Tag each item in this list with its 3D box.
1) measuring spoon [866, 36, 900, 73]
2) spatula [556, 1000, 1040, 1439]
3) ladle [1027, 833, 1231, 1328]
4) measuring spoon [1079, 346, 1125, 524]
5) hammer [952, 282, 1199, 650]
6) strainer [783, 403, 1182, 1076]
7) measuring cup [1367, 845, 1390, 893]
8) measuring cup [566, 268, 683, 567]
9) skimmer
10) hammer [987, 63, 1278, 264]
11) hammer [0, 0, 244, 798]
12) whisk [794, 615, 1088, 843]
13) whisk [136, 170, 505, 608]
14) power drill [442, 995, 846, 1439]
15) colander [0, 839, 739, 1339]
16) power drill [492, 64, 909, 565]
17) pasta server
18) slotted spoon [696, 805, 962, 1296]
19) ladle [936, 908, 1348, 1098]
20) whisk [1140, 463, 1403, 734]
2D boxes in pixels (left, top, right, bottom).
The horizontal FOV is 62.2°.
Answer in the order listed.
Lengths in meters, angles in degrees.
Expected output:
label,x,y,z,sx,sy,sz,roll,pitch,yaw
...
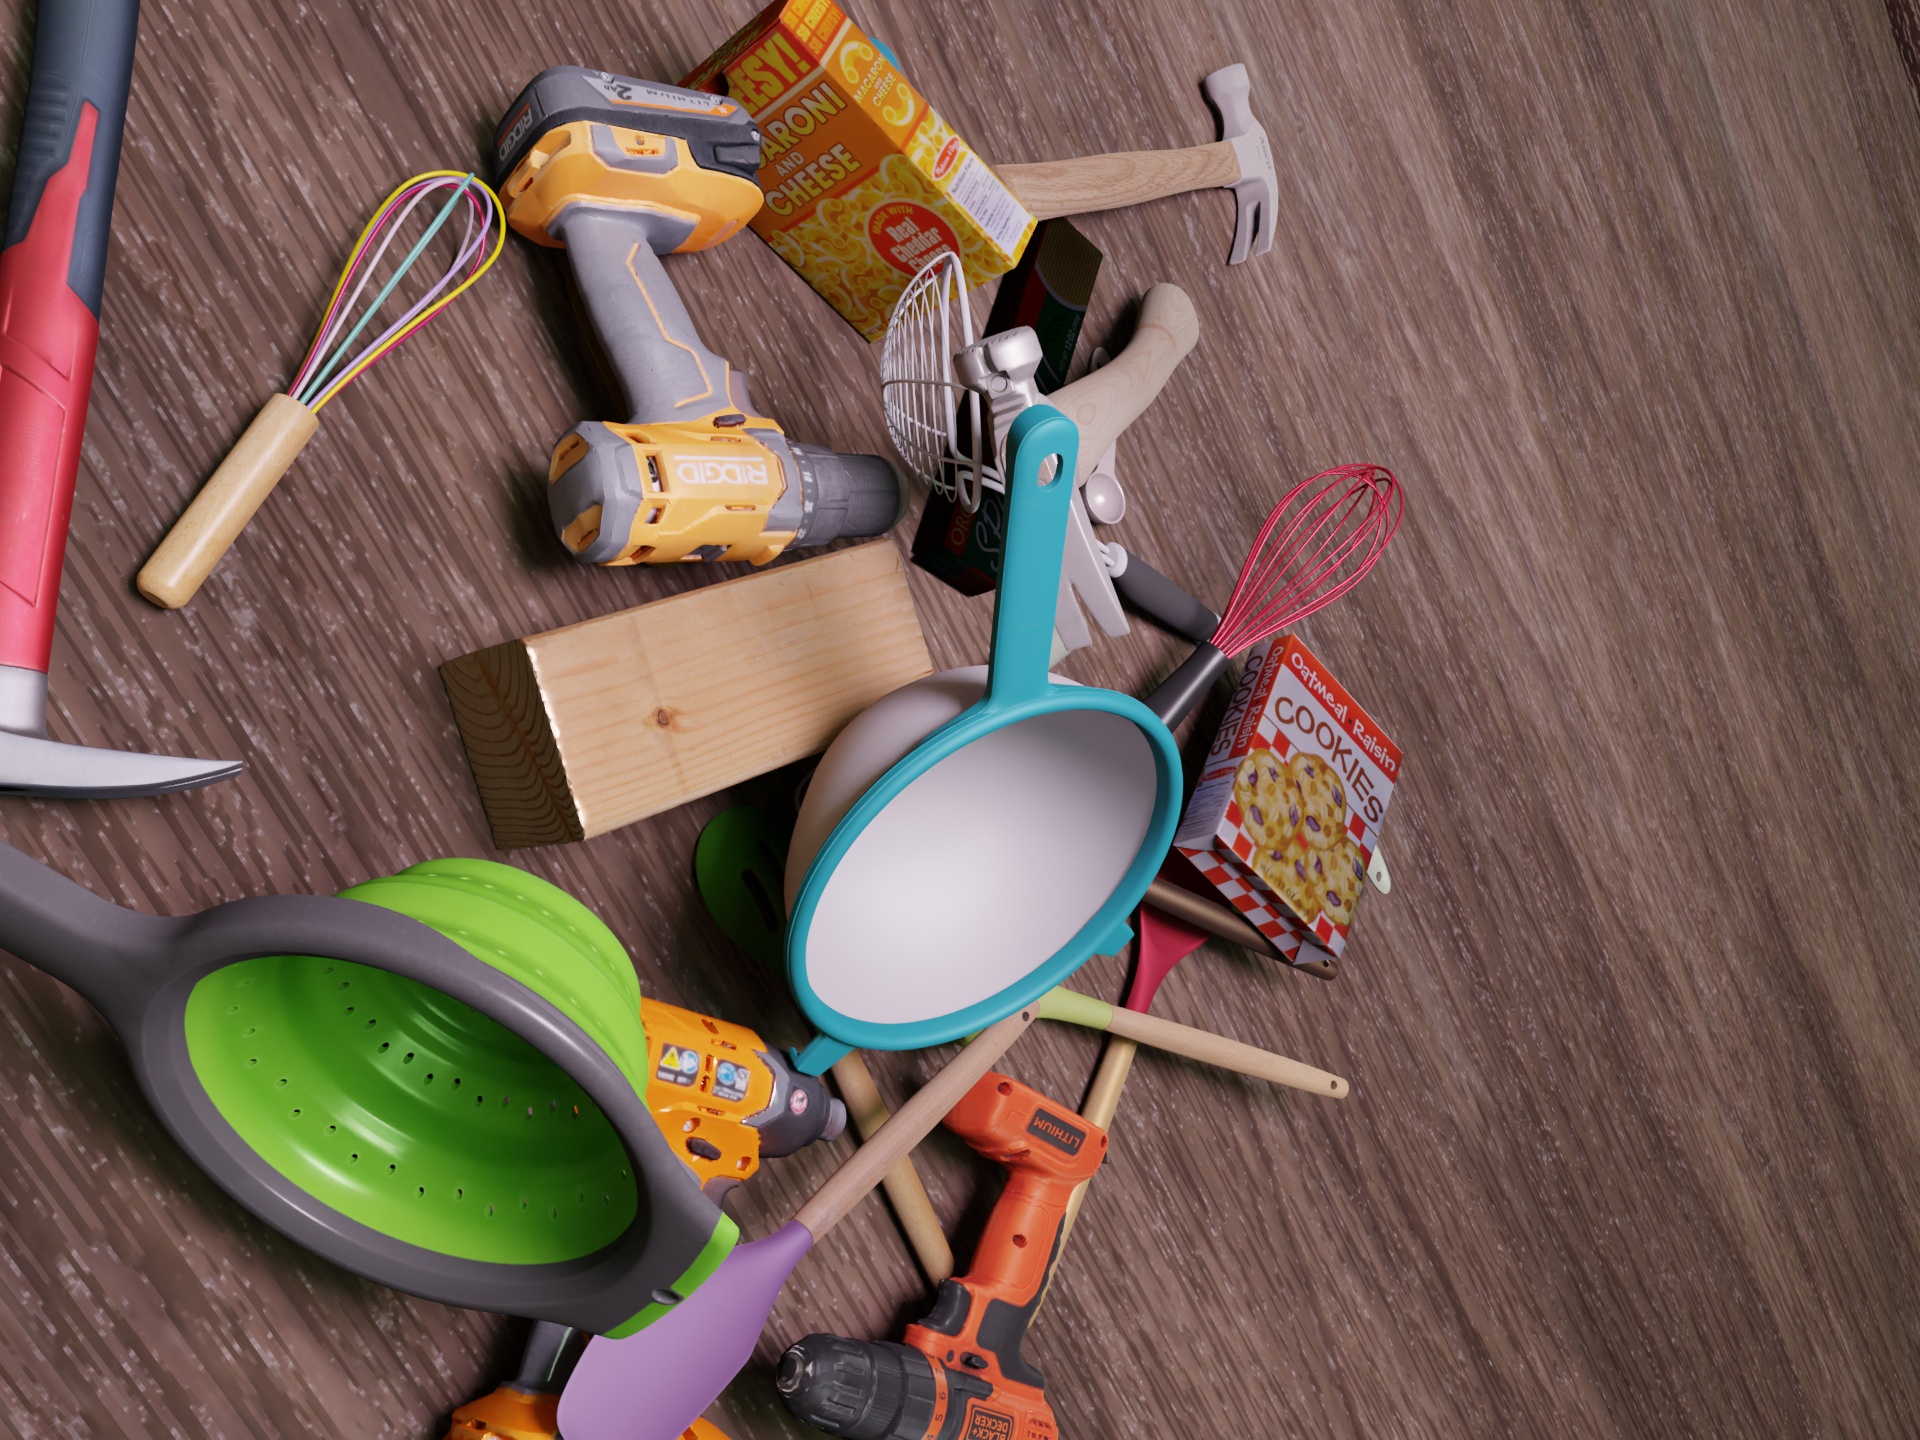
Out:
label,x,y,z,sx,sy,sz,roll,pitch,yaw
measuring spoon,-0.074,-0.350,0.888,0.129,0.021,0.042,-45,111,-37
spatula,-0.057,0.214,0.723,0.316,0.018,0.059,-36,101,-43
ladle,0.094,0.202,0.939,0.069,0.031,0.315,37,63,-24
measuring spoon,0.086,-0.179,1.005,0.034,0.018,0.124,16,66,-37
hammer,0.091,-0.172,0.877,0.146,0.038,0.411,69,24,-16
strainer,0.000,0.000,0.715,0.211,0.095,0.340,-17,133,-26
measuring cup,0.243,0.055,1.081,0.083,0.038,0.167,-49,116,-34
measuring cup,-0.166,-0.148,0.784,0.062,0.029,0.156,-18,83,-42
skimmer,0.077,-0.127,0.897,0.363,0.090,0.127,27,44,-46
hammer,0.118,-0.346,1.017,0.331,0.031,0.130,-30,103,-47
hammer,-0.335,-0.163,0.616,0.143,0.038,0.386,7,76,-25
whisk,-0.001,-0.003,0.883,0.246,0.059,0.057,-39,152,-41
whisk,-0.269,-0.148,0.681,0.047,0.051,0.245,43,61,-34
power drill,-0.131,0.245,0.709,0.164,0.084,0.227,25,64,-36
colander,-0.250,0.074,0.565,0.397,0.204,0.095,34,39,-11
power drill,-0.120,-0.183,0.766,0.185,0.084,0.226,-6,78,-41
pasta server,0.116,0.098,0.933,0.316,0.040,0.060,26,59,-29
slotted spoon,-0.052,0.187,0.819,0.070,0.031,0.313,-33,106,-41
ladle,0.111,0.177,0.908,0.320,0.062,0.078,21,75,-27
whisk,0.169,-0.054,0.979,0.296,0.073,0.073,-46,114,-12
